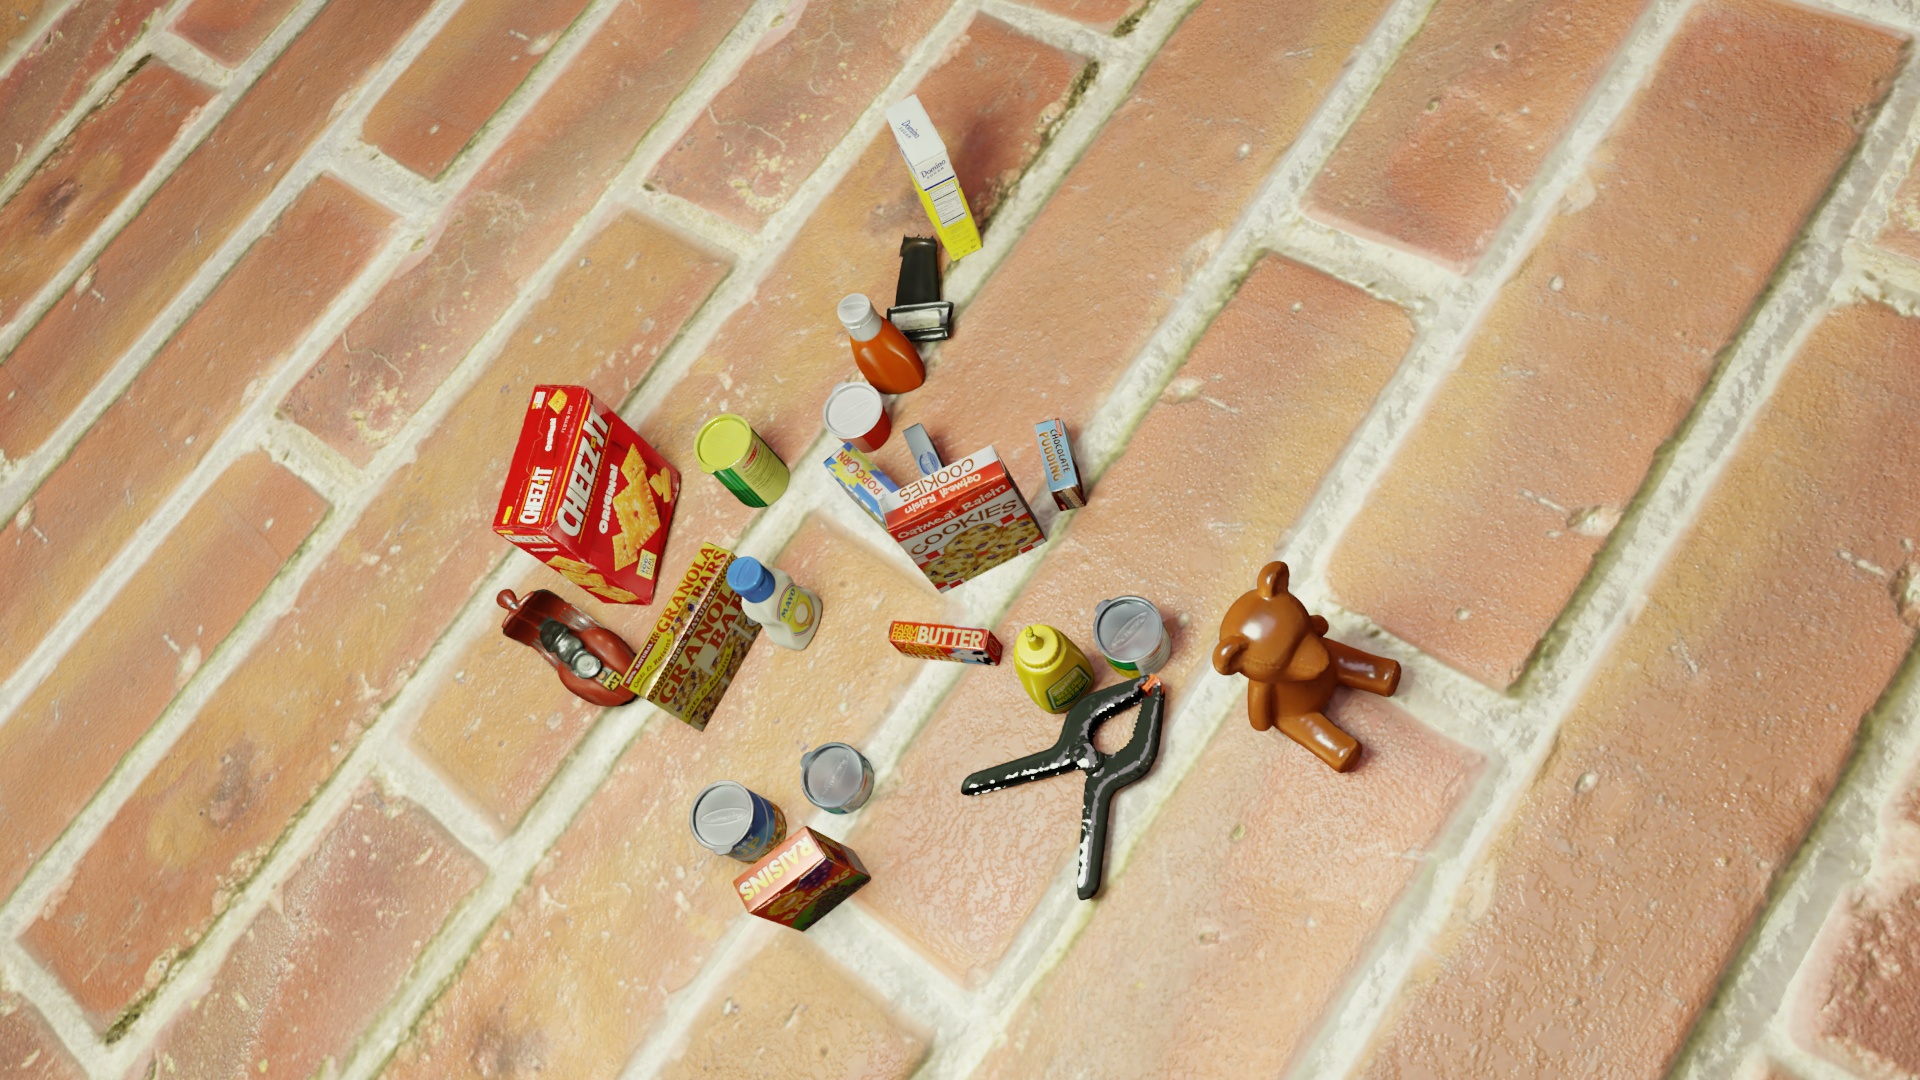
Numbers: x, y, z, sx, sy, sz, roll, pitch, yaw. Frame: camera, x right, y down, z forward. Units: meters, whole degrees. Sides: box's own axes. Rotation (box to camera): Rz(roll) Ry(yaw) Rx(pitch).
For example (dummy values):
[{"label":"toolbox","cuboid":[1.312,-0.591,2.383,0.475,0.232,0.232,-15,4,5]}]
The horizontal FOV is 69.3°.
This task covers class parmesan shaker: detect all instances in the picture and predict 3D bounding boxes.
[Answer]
[{"label":"parmesan shaker","cuboid":[-0.236,-0.082,1.498,0.071,0.103,0.071,-7,65,15]}]

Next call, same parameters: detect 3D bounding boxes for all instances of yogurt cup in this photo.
[{"label":"yogurt cup","cuboid":[-0.109,-0.130,1.508,0.072,0.053,0.072,-7,65,15]}]

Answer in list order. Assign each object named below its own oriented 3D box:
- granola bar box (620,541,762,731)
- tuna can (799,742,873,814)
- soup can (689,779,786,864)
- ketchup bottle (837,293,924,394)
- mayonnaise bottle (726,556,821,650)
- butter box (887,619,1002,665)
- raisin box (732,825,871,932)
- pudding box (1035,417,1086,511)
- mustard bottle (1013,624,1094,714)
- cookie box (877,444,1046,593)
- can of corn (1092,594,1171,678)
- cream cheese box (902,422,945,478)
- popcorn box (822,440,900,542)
[{"label":"granola bar box","cuboid":[-0.262,0.099,1.413,0.039,0.124,0.166,22,75,25]},{"label":"tuna can","cuboid":[-0.122,0.232,1.361,0.071,0.032,0.071,-7,65,15]},{"label":"soup can","cuboid":[-0.214,0.276,1.341,0.071,0.083,0.071,-7,65,15]},{"label":"ketchup bottle","cuboid":[-0.089,-0.209,1.482,0.065,0.148,0.044,-5,66,16]},{"label":"mayonnaise bottle","cuboid":[-0.187,0.060,1.393,0.041,0.147,0.065,13,72,22]},{"label":"butter box","cuboid":[-0.015,0.102,1.374,0.103,0.053,0.024,4,69,19]},{"label":"raisin box","cuboid":[-0.144,0.314,1.280,0.086,0.123,0.040,-37,62,-1]},{"label":"pudding box","cuboid":[0.103,-0.078,1.420,0.030,0.049,0.084,-16,63,10]},{"label":"mustard bottle","cuboid":[0.080,0.113,1.279,0.065,0.159,0.049,-41,62,-3]},{"label":"cookie box","cuboid":[0.005,-0.017,1.356,0.123,0.167,0.040,-26,62,5]},{"label":"can of corn","cuboid":[0.162,0.091,1.321,0.071,0.058,0.071,-7,65,15]},{"label":"cream cheese box","cuboid":[-0.026,-0.068,1.454,0.024,0.053,0.104,-27,62,5]},{"label":"popcorn box","cuboid":[-0.078,-0.038,1.439,0.038,0.085,0.127,-44,62,-5]}]
